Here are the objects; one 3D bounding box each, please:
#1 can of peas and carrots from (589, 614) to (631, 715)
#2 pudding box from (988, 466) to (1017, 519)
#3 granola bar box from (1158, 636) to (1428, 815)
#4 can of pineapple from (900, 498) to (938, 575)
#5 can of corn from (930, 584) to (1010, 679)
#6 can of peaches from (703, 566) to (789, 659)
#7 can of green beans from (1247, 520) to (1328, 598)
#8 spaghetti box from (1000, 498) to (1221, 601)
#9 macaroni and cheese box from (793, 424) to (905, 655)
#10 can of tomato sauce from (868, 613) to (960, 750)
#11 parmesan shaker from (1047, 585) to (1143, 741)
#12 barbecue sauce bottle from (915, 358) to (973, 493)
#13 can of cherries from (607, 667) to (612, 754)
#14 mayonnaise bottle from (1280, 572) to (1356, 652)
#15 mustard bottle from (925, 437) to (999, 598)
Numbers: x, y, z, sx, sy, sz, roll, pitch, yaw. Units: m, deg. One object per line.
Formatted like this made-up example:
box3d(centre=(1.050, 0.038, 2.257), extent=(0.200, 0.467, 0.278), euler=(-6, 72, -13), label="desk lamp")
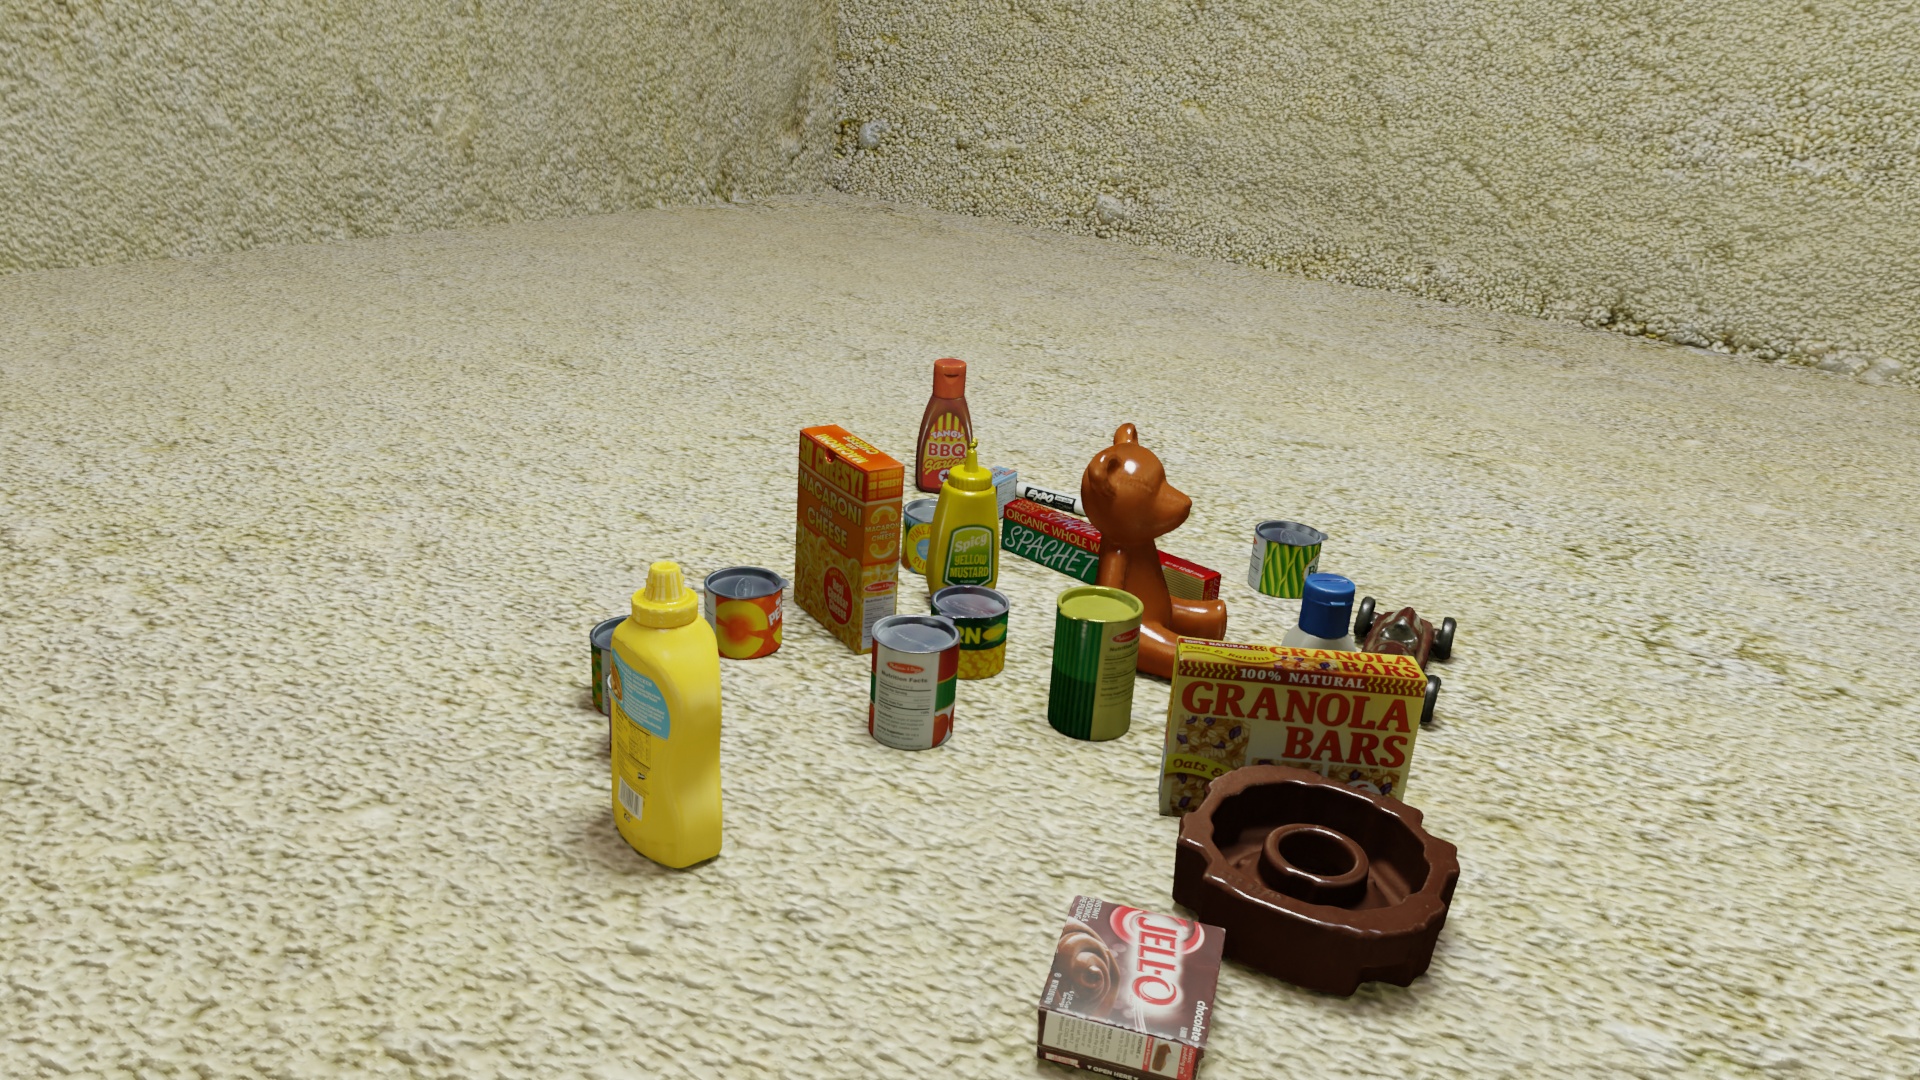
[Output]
box3d(centre=(-0.250, 0.096, 1.069), extent=(0.071, 0.058, 0.071), euler=(3, 21, -1), label="can of peas and carrots")
box3d(centre=(0.027, -0.046, 1.486), extent=(0.030, 0.049, 0.084), euler=(17, 25, 29), label="pudding box")
box3d(centre=(0.226, 0.135, 0.964), extent=(0.166, 0.123, 0.039), euler=(5, 21, 2), label="granola bar box")
box3d(centre=(-0.025, -0.003, 1.358), extent=(0.071, 0.057, 0.071), euler=(3, 21, -1), label="can of pineapple")
box3d(centre=(0.005, 0.077, 1.161), extent=(0.071, 0.058, 0.071), euler=(3, 21, -1), label="can of corn")
box3d(centre=(-0.180, 0.061, 1.171), extent=(0.071, 0.057, 0.071), euler=(3, 21, -1), label="can of peaches")
box3d(centre=(0.319, 0.018, 1.365), extent=(0.071, 0.057, 0.071), euler=(3, 21, -1), label="can of green beans")
box3d(centre=(0.139, 0.018, 1.345), extent=(0.250, 0.050, 0.029), euler=(22, 28, 39), label="spaghetti box")
box3d(centre=(-0.099, -0.003, 1.198), extent=(0.040, 0.165, 0.124), euler=(-10, 25, -32), label="macaroni and cheese box")
box3d(centre=(-0.035, 0.106, 1.049), extent=(0.071, 0.082, 0.071), euler=(3, 21, -1), label="can of tomato sauce")
box3d(centre=(0.101, 0.095, 1.072), extent=(0.071, 0.102, 0.071), euler=(3, 21, -1), label="parmesan shaker")
box3d(centre=(-0.016, -0.128, 1.551), extent=(0.065, 0.148, 0.044), euler=(1, 21, -7), label="barbecue sauce bottle")
box3d(centre=(-0.222, 0.125, 1.002), extent=(0.071, 0.058, 0.072), euler=(3, 21, -1), label="can of cherries")
box3d(centre=(0.264, 0.098, 1.033), extent=(0.065, 0.147, 0.041), euler=(1, 21, -7), label="mayonnaise bottle")
box3d(centre=(0.004, -0.016, 1.257), extent=(0.065, 0.159, 0.049), euler=(-3, 22, -16), label="mustard bottle")
